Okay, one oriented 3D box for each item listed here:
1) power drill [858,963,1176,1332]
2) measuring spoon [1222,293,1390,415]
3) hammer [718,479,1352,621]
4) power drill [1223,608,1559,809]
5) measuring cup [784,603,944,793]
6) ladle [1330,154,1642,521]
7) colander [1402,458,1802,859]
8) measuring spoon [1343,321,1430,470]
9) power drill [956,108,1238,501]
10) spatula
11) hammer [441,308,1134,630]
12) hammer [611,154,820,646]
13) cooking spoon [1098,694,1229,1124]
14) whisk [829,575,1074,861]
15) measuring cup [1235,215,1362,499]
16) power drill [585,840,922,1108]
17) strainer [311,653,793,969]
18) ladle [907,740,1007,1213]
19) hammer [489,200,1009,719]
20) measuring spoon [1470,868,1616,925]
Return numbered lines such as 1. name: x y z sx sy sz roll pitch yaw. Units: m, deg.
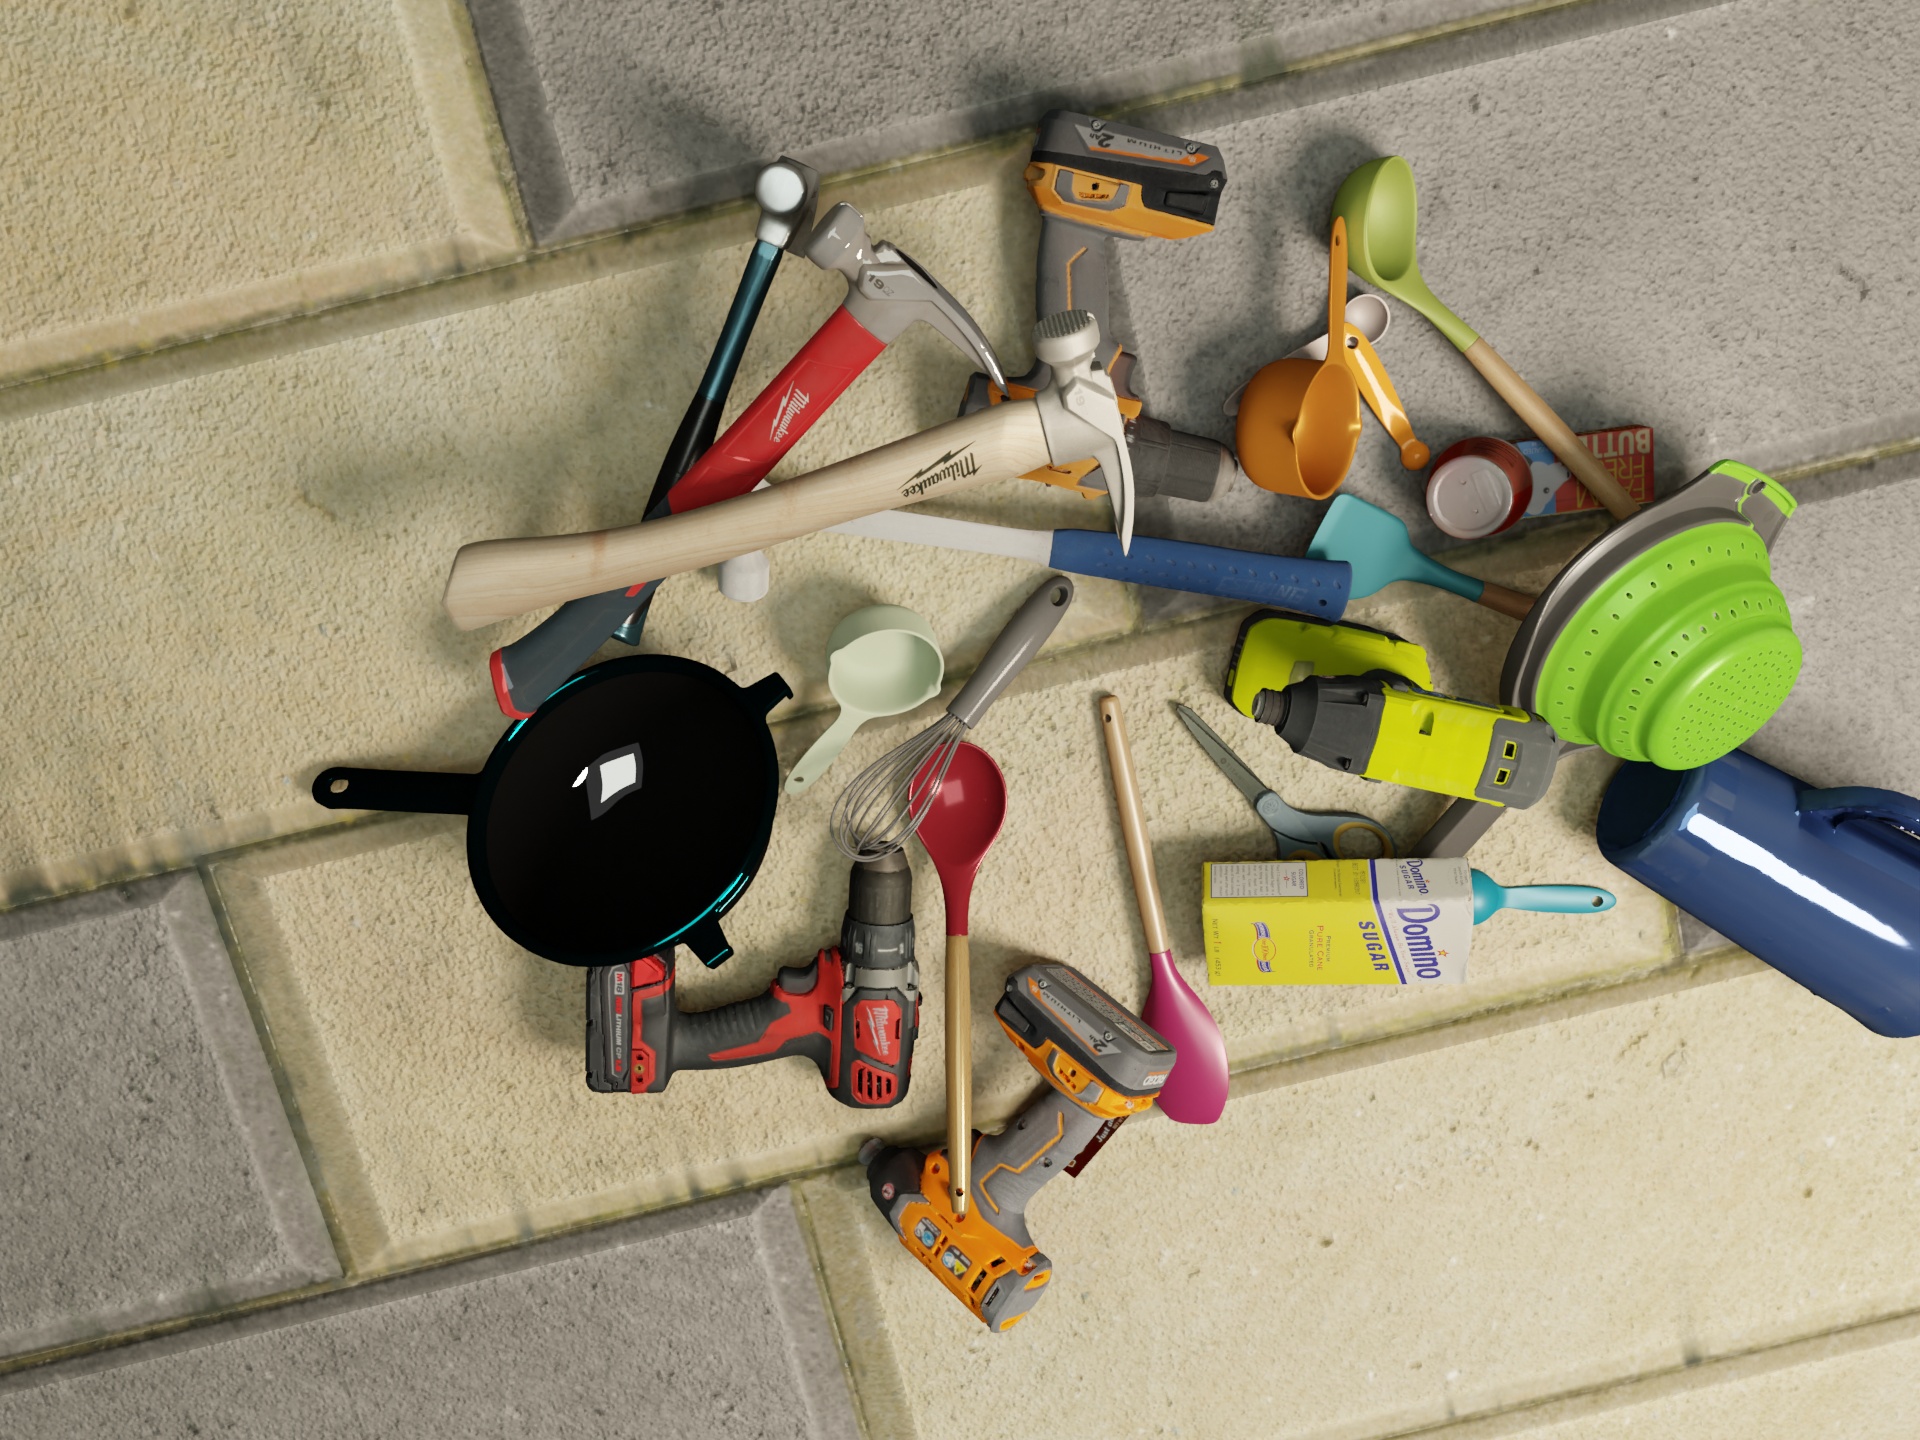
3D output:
1. power drill: 0.029 0.282 1.105 0.164 0.084 0.226 35 99 29
2. measuring spoon: 0.226 -0.241 1.053 0.124 0.018 0.034 -32 115 11
3. hammer: 0.048 -0.117 1.020 0.405 0.035 0.144 8 127 -1
4. power drill: 0.247 -0.011 0.994 0.171 0.223 0.080 12 101 -5
5. measuring cup: -0.076 -0.014 1.066 0.083 0.038 0.167 19 129 -30
6. ladle: 0.354 -0.229 1.022 0.320 0.062 0.078 45 57 -6
7. colander: 0.409 0.024 1.031 0.204 0.095 0.397 13 122 -39
8. measuring spoon: 0.280 -0.213 1.051 0.021 0.011 0.116 -34 111 8
9. power drill: 0.106 -0.252 1.011 0.185 0.084 0.226 12 106 -5
10. spatula: 0.377 -0.074 1.079 0.317 0.044 0.082 18 114 -8
11. hammer: -0.103 -0.114 0.935 0.410 0.038 0.146 -15 124 6
12. hammer: -0.162 -0.192 1.001 0.033 0.128 0.331 23 109 -7
13. cooking spoon: 0.134 0.137 1.118 0.069 0.017 0.319 -7 100 32
14. whisk: -0.003 -0.004 1.062 0.055 0.055 0.239 40 84 -10
15. measuring cup: 0.215 -0.229 1.011 0.052 0.095 0.173 12 108 38
16. power drill: -0.138 0.173 1.093 0.226 0.080 0.188 2 102 -6
17. strainer: -0.265 0.067 1.055 0.340 0.095 0.211 2 65 18
18. ladle: -0.001 0.172 1.079 0.069 0.031 0.315 -1 83 5
19. hammer: -0.146 -0.124 0.969 0.143 0.038 0.386 38 112 -23
20. measuring spoon: 0.408 0.130 1.135 0.128 0.021 0.042 1 102 -2
